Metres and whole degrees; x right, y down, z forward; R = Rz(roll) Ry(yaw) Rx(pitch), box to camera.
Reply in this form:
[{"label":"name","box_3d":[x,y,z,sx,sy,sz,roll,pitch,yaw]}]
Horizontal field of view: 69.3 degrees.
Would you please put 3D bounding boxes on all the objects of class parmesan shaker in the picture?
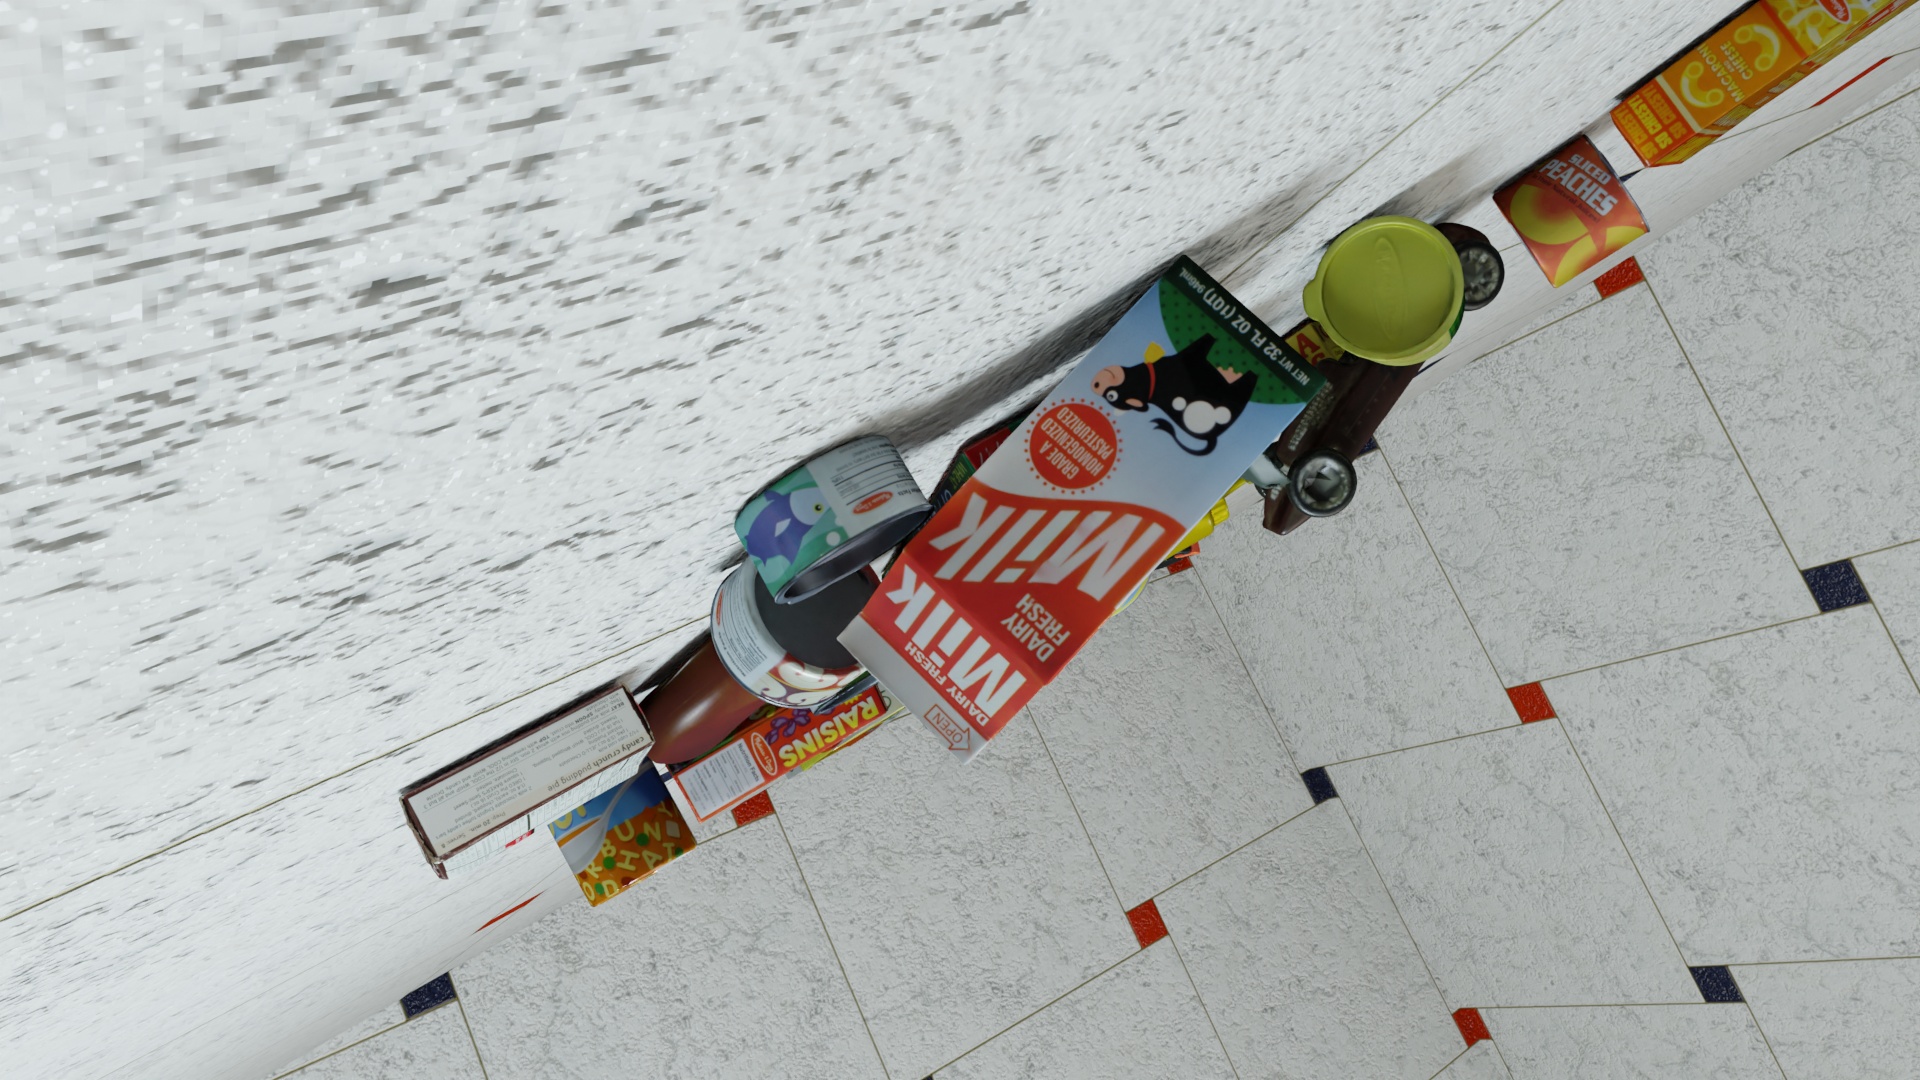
[{"label":"parmesan shaker","box_3d":[0.211,-0.120,0.684,0.071,0.071,0.103,-34,173,20]}]

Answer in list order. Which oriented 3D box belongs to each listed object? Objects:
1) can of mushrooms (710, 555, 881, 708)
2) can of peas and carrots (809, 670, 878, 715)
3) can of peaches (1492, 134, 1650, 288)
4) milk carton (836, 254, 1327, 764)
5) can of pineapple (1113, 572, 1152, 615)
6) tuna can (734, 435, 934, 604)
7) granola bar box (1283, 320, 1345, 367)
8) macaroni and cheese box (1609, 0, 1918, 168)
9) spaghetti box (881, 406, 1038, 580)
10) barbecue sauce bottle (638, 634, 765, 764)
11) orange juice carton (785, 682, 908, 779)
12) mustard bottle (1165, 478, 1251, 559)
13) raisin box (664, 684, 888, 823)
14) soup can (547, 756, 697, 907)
[{"label":"can of mushrooms","box_3d":[-0.062,0.031,0.560,0.071,0.071,0.033,-25,169,-43]},{"label":"can of peas and carrots","box_3d":[-0.061,0.050,0.736,0.071,0.059,0.071,-31,173,-4]},{"label":"can of peaches","box_3d":[0.343,-0.186,0.784,0.058,0.071,0.071,-34,173,24]},{"label":"milk carton","box_3d":[0.043,-0.008,0.526,0.190,0.072,0.073,-46,174,-2]},{"label":"can of pineapple","box_3d":[0.048,0.007,0.609,0.071,0.071,0.058,-33,172,13]},{"label":"tuna can","box_3d":[-0.047,-0.007,0.501,0.071,0.033,0.071,-31,173,-4]},{"label":"granola bar box","box_3d":[0.206,-0.096,0.934,0.165,0.039,0.125,-37,171,40]},{"label":"macaroni and cheese box","box_3d":[0.432,-0.263,0.722,0.165,0.040,0.124,-37,171,36]},{"label":"spaghetti box","box_3d":[0.003,-0.009,0.718,0.050,0.029,0.249,-30,173,-17]},{"label":"barbecue sauce bottle","box_3d":[-0.112,0.065,0.693,0.065,0.043,0.148,-29,173,-41]},{"label":"orange juice carton","box_3d":[-0.056,0.087,0.971,0.193,0.072,0.073,-32,172,0]},{"label":"mustard bottle","box_3d":[0.121,-0.010,0.901,0.160,0.049,0.065,-26,163,-1]},{"label":"raisin box","box_3d":[-0.115,0.100,0.804,0.124,0.040,0.086,-29,-156,-15]},{"label":"soup can","box_3d":[-0.195,0.149,0.762,0.071,0.084,0.071,-30,173,-4]}]
